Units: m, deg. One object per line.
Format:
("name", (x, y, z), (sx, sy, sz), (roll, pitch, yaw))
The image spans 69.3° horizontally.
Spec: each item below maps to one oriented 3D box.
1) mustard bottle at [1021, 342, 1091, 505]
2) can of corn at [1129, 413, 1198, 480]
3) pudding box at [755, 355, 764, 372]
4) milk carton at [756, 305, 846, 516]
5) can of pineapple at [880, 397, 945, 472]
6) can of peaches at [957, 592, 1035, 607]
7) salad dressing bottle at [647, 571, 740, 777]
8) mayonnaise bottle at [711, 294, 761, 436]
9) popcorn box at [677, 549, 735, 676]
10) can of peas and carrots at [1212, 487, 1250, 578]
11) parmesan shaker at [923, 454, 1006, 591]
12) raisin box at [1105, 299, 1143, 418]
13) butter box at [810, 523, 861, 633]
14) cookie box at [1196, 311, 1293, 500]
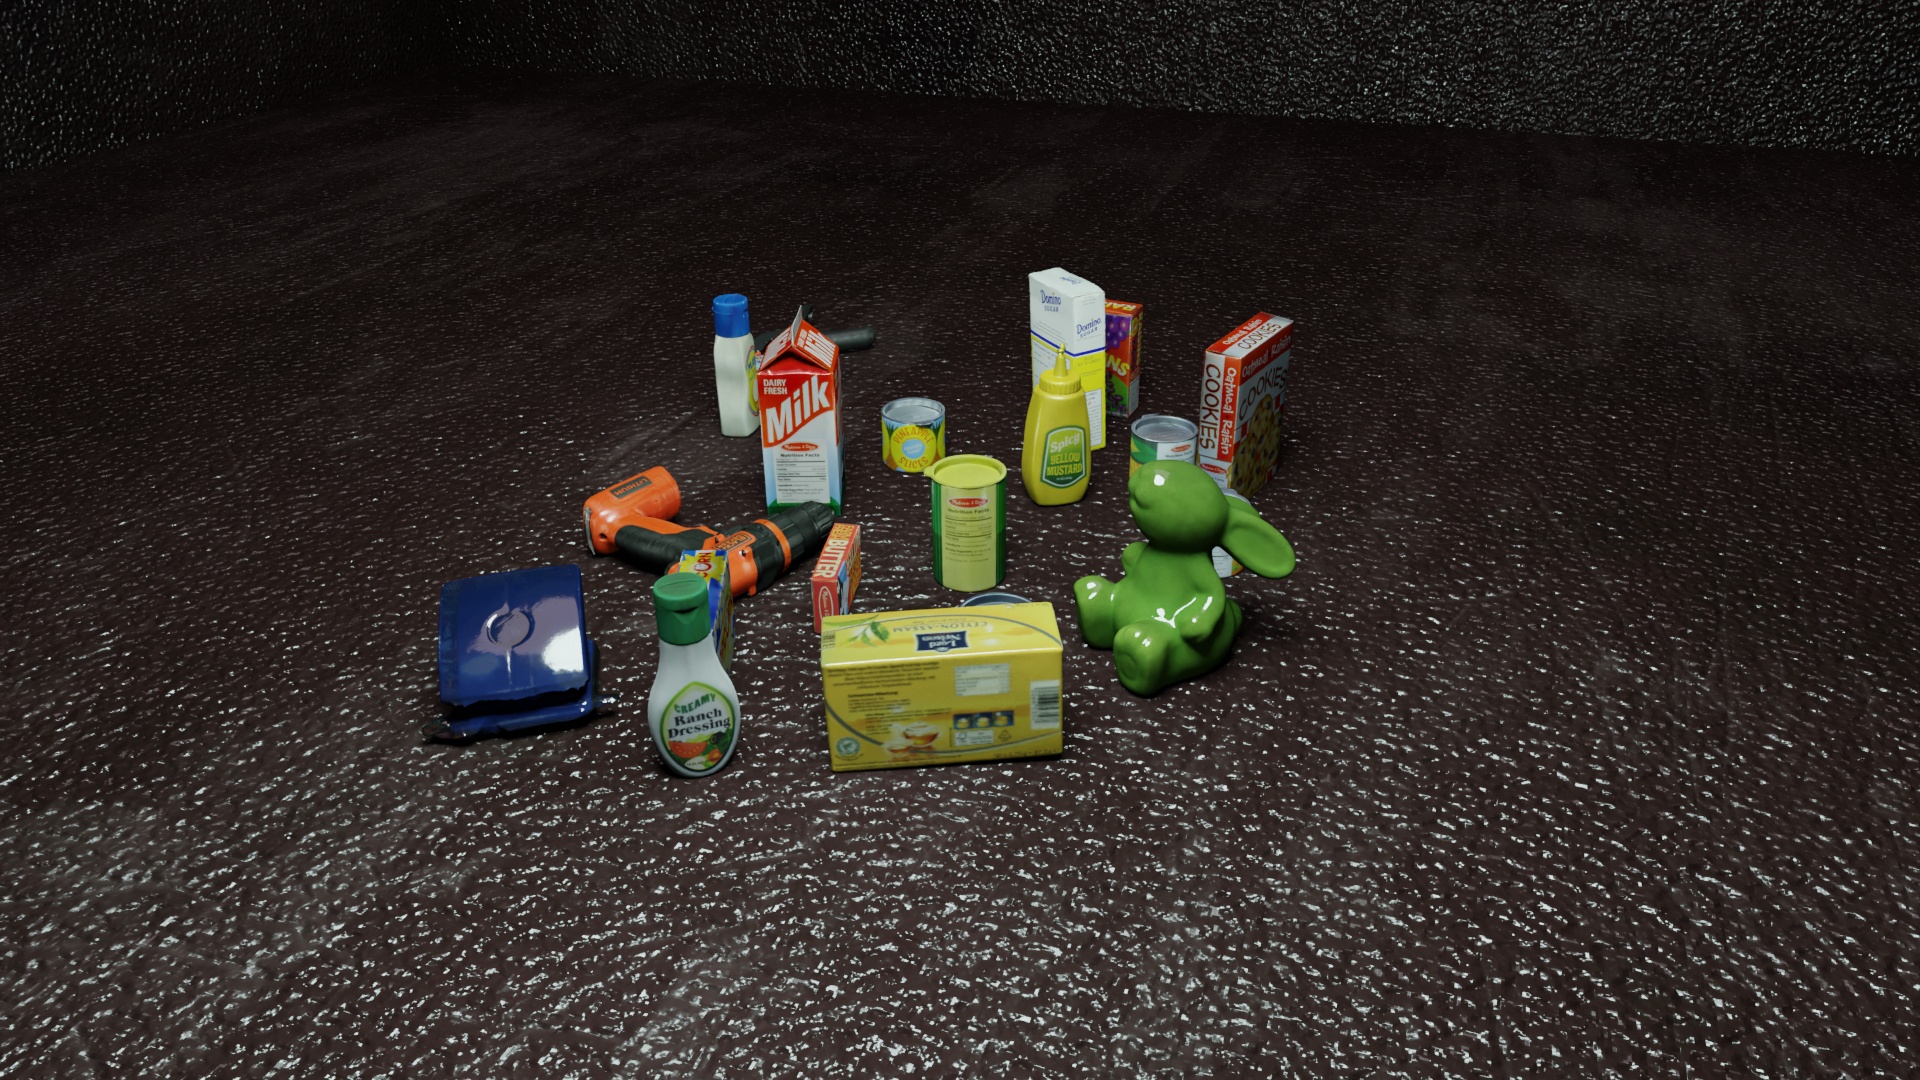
("mustard bottle", (0.093, -0.112, 1.334), (0.065, 0.159, 0.049), (-9, 29, -15))
("can of corn", (0.202, -0.087, 1.393), (0.071, 0.058, 0.071), (0, 28, 0))
("pudding box", (-0.212, -0.188, 1.595), (0.084, 0.049, 0.030), (-14, 31, -23))
("milk carton", (-0.151, -0.122, 1.324), (0.073, 0.189, 0.073), (-1, 28, 0))
("can of pineapple", (-0.049, -0.108, 1.436), (0.071, 0.057, 0.071), (0, 28, 0))
("can of peaches", (0.030, 0.082, 1.080), (0.071, 0.057, 0.071), (0, 28, 0))
("salad dressing bottle", (-0.189, 0.094, 0.968), (0.064, 0.147, 0.044), (-10, 29, -18))
("mayonnaise bottle", (-0.241, -0.189, 1.494), (0.041, 0.147, 0.065), (3, 28, 7))
("popcorn box", (-0.200, 0.073, 1.072), (0.038, 0.084, 0.127), (-2, 28, -3))
("can of peas and carrots", (0.225, -0.008, 1.243), (0.071, 0.058, 0.071), (0, 28, 0))
("parmesan shaker", (0.004, -0.015, 1.215), (0.071, 0.102, 0.071), (0, 28, 0))
("raisin box", (0.155, -0.204, 1.543), (0.086, 0.122, 0.040), (13, 31, 24))
("butter box", (-0.105, 0.031, 1.182), (0.024, 0.053, 0.104), (3, 28, 6))
("cookie box", (0.272, -0.122, 1.341), (0.040, 0.166, 0.123), (17, 33, 30))
